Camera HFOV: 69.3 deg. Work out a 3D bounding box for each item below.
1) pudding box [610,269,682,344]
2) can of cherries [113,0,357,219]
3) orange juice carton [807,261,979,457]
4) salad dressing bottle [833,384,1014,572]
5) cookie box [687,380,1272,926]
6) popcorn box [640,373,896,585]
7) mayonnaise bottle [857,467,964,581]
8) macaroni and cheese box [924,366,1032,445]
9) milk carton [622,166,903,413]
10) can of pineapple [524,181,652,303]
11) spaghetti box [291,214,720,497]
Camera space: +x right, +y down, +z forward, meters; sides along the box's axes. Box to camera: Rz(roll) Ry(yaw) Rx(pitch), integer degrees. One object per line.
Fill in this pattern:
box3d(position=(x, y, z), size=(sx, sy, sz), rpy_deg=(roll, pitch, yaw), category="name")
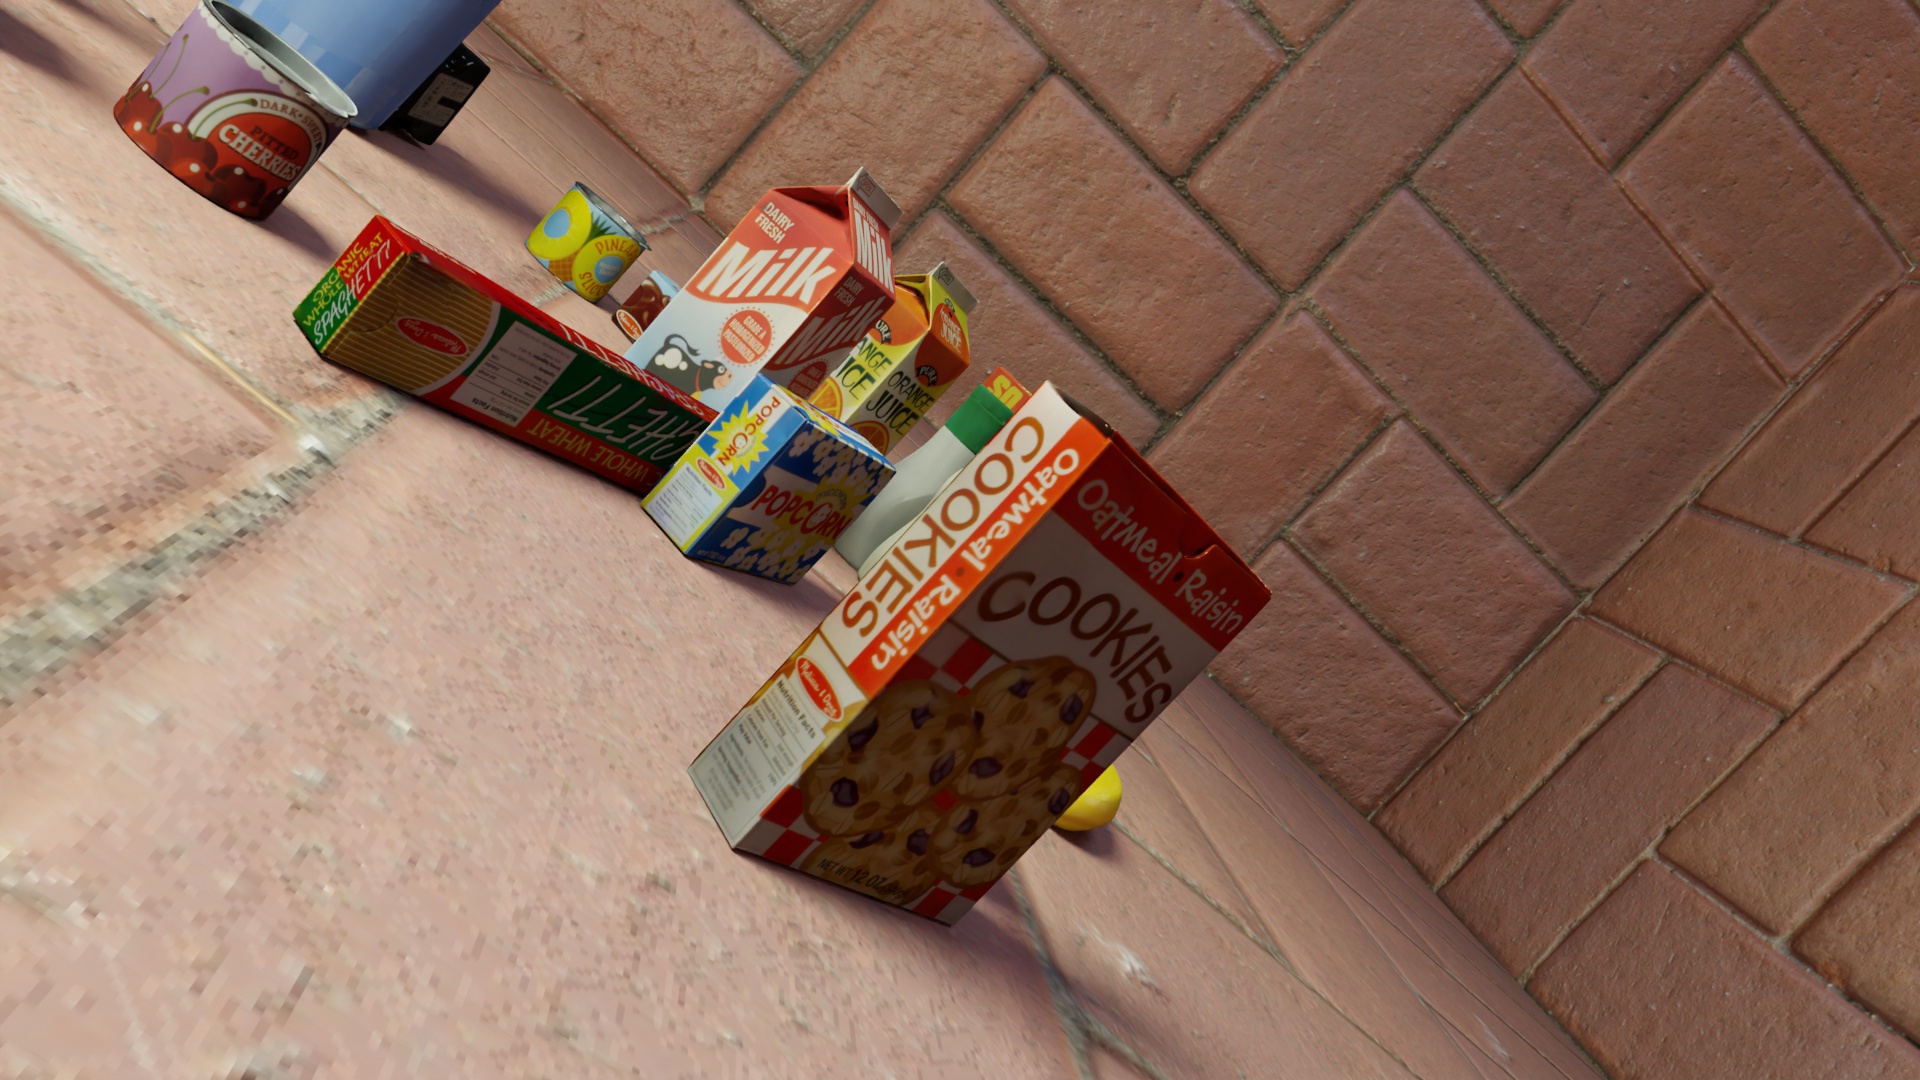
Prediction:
box3d(position=(-0.203, -0.147, 0.980), size=(0.084, 0.049, 0.030), rpy_deg=(46, 6, 28), category="pudding box")
box3d(position=(-0.284, -0.168, 0.547), size=(0.071, 0.058, 0.071), rpy_deg=(43, 5, -5), category="can of cherries")
box3d(position=(-0.064, -0.127, 1.064), size=(0.073, 0.192, 0.071), rpy_deg=(46, 6, 31), category="orange juice carton")
box3d(position=(-0.022, -0.039, 0.931), size=(0.044, 0.147, 0.064), rpy_deg=(47, 6, 36), category="salad dressing bottle")
box3d(position=(0.013, 0.045, 0.458), size=(0.122, 0.167, 0.040), rpy_deg=(37, 8, -48), category="cookie box")
box3d(position=(-0.090, -0.026, 0.690), size=(0.038, 0.085, 0.126), rpy_deg=(45, 6, 18), category="popcorn box")
box3d(position=(0.003, -0.011, 0.901), size=(0.064, 0.148, 0.041), rpy_deg=(39, 7, -41), category="mayonnaise bottle")
box3d(position=(0.020, -0.033, 1.082), size=(0.124, 0.166, 0.040), rpy_deg=(44, 5, 10), category="macaroni and cheese box")
box3d(position=(-0.107, -0.129, 0.797), size=(0.073, 0.190, 0.072), rpy_deg=(45, 5, 17), category="milk carton")
box3d(position=(-0.264, -0.210, 0.986), size=(0.071, 0.058, 0.071), rpy_deg=(43, 5, -5), category="can of pineapple")
box3d(position=(-0.168, -0.062, 0.597), size=(0.029, 0.050, 0.250), rpy_deg=(46, 6, 25), category="spaghetti box")
